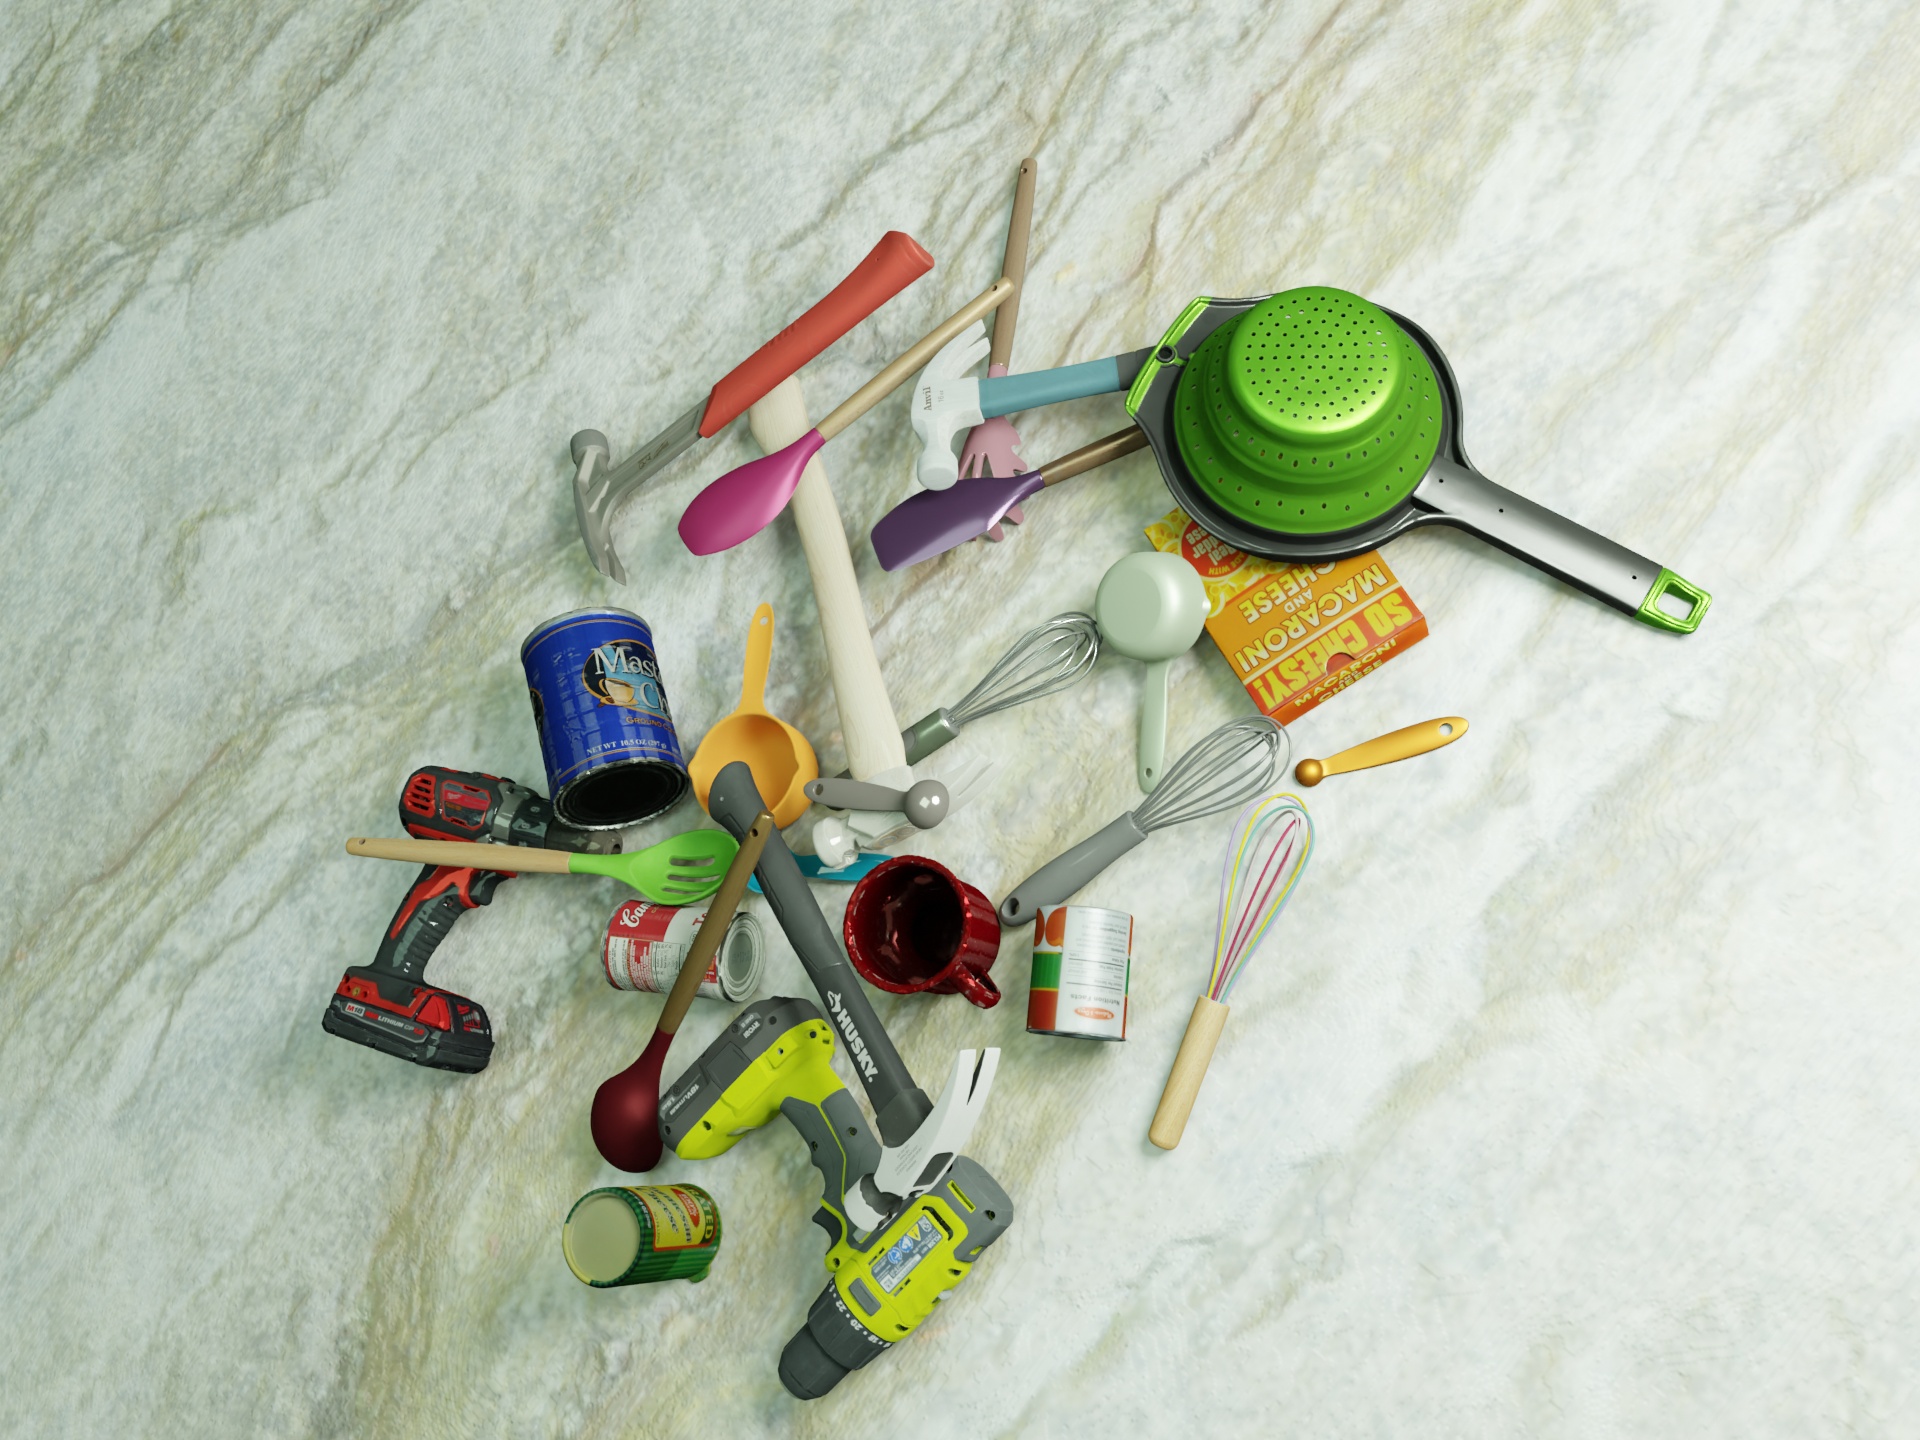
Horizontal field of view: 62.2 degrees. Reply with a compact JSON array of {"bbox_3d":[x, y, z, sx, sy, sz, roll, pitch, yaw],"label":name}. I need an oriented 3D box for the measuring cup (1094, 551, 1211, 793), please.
[{"bbox_3d":[0.125,-0.033,1.090,0.083,0.038,0.167,3,91,42],"label":"measuring cup"}]

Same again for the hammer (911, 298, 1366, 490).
[{"bbox_3d":[0.127,-0.250,1.139,0.331,0.033,0.128,-9,60,9],"label":"hammer"}]

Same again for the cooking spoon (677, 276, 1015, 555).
[{"bbox_3d":[-0.087,-0.234,1.213,0.319,0.017,0.069,-38,58,2],"label":"cooking spoon"}]

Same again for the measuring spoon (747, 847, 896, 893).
[{"bbox_3d":[-0.100,0.110,1.176,0.128,0.021,0.042,0,75,12],"label":"measuring spoon"}]

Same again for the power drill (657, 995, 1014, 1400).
[{"bbox_3d":[-0.100,0.321,1.083,0.190,0.080,0.229,-46,67,4],"label":"power drill"}]

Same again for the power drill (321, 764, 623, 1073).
[{"bbox_3d":[-0.376,0.156,1.239,0.188,0.080,0.227,13,77,17],"label":"power drill"}]

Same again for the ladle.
[{"bbox_3d":[-0.195,0.196,1.119,0.069,0.031,0.315,33,110,20],"label":"ladle"}]

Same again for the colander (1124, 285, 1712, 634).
[{"bbox_3d":[0.295,-0.172,1.013,0.397,0.094,0.204,31,79,15],"label":"colander"}]

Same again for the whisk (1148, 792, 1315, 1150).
[{"bbox_3d":[0.177,0.164,1.036,0.051,0.047,0.245,20,88,34],"label":"whisk"}]

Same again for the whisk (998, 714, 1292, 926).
[{"bbox_3d":[0.120,0.074,1.072,0.239,0.055,0.055,-37,65,19],"label":"whisk"}]

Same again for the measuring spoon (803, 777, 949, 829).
[{"bbox_3d":[-0.062,0.051,1.085,0.124,0.018,0.034,5,76,34],"label":"measuring spoon"}]

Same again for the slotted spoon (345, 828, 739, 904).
[{"bbox_3d":[-0.316,0.104,1.197,0.314,0.031,0.070,3,47,10],"label":"slotted spoon"}]

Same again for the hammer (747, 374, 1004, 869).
[{"bbox_3d":[-0.086,-0.101,1.186,0.146,0.038,0.411,-29,61,22],"label":"hammer"}]

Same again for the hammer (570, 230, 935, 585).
[{"bbox_3d":[-0.167,-0.256,1.249,0.359,0.036,0.149,-32,58,21],"label":"hammer"}]

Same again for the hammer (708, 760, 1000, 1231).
[{"bbox_3d":[-0.089,0.154,1.056,0.146,0.035,0.335,-52,52,26],"label":"hammer"}]

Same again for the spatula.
[{"bbox_3d":[0.082,-0.187,1.150,0.316,0.018,0.060,-22,59,4],"label":"spatula"}]

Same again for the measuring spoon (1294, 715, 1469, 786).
[{"bbox_3d":[0.276,0.019,1.048,0.117,0.011,0.021,-19,70,16],"label":"measuring spoon"}]

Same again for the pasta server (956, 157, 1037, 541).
[{"bbox_3d":[0.035,-0.290,1.223,0.060,0.040,0.316,2,73,22],"label":"pasta server"}]

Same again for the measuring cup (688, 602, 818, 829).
[{"bbox_3d":[-0.147,0.000,1.202,0.095,0.052,0.174,-1,73,22],"label":"measuring cup"}]

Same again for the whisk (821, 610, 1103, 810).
[{"bbox_3d":[-0.002,-0.004,1.148,0.246,0.059,0.058,-33,54,16],"label":"whisk"}]
